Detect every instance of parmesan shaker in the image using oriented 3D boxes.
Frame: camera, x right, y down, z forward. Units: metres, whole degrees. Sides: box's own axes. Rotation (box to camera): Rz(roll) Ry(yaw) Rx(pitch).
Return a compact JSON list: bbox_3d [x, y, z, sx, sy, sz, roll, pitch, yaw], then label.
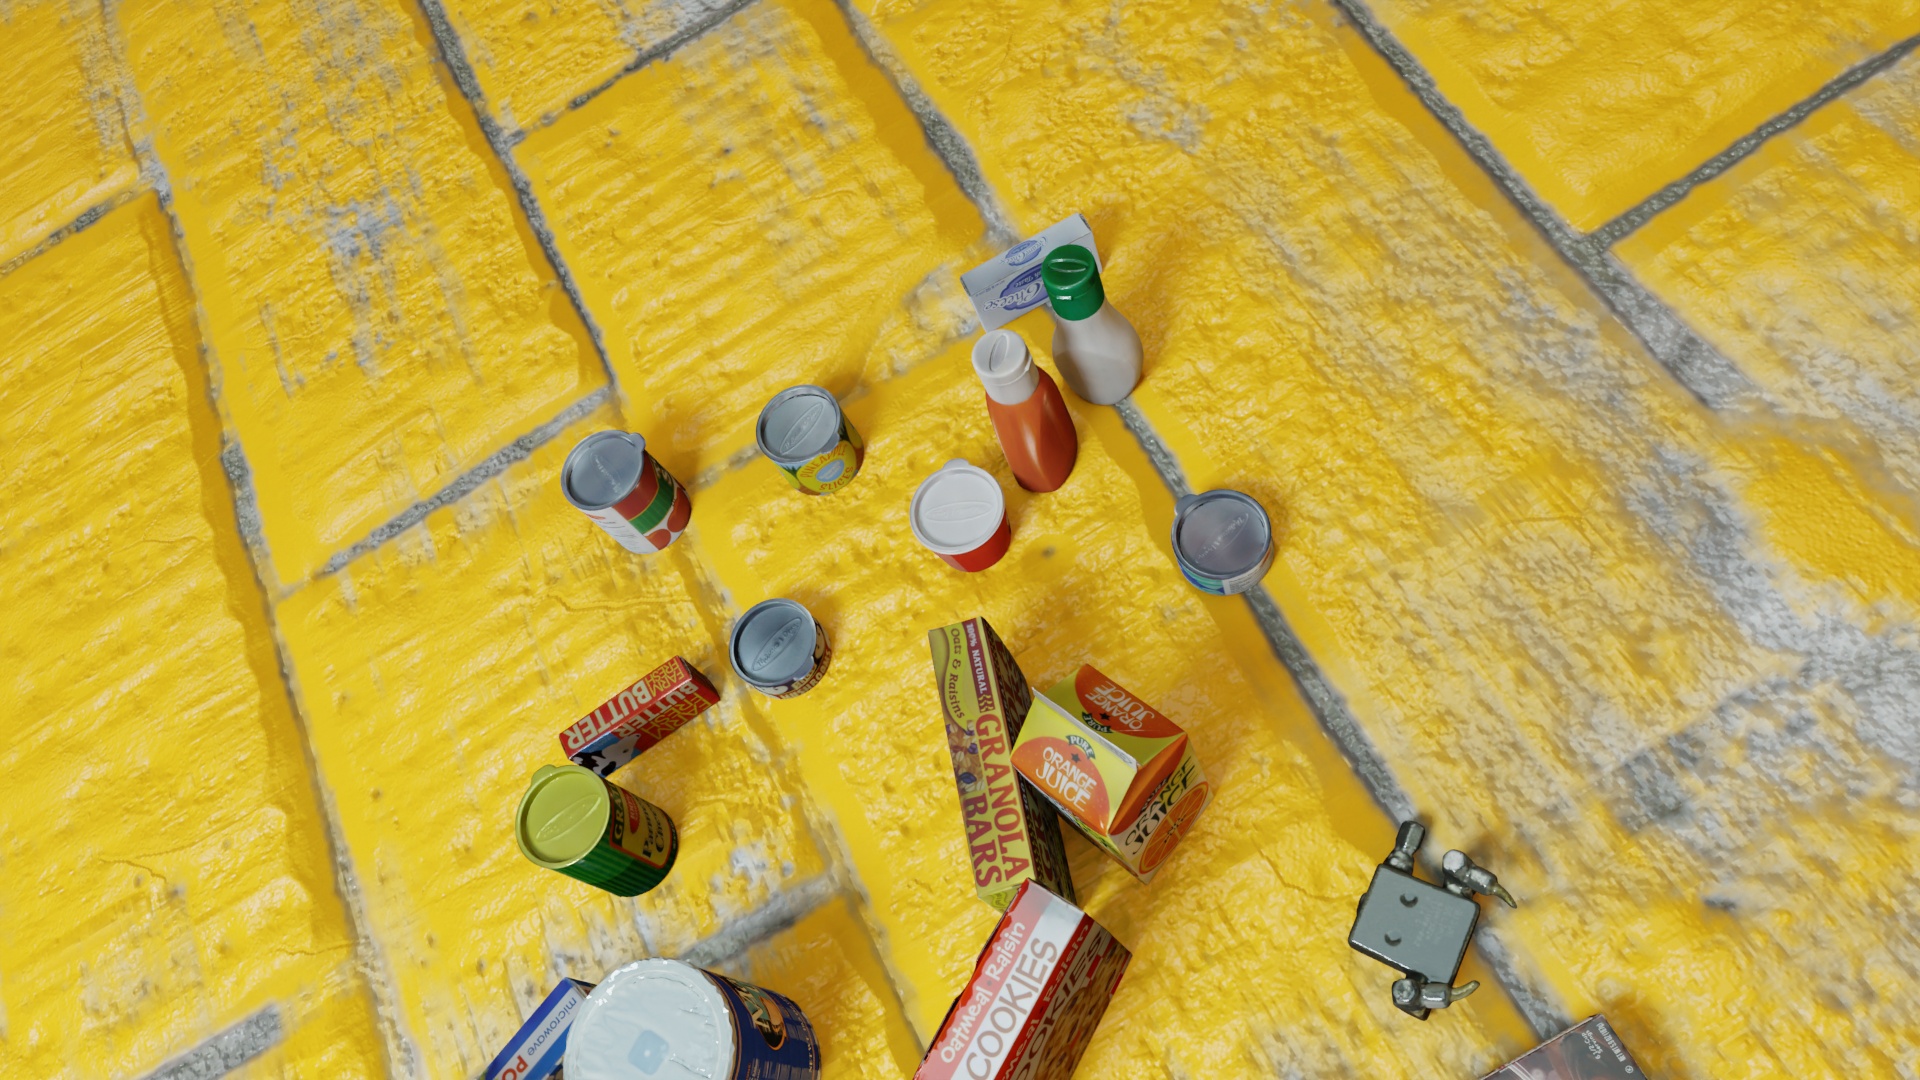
[{"bbox_3d":[-0.240,0.193,0.925,0.071,0.102,0.071,-6,64,14],"label":"parmesan shaker"}]

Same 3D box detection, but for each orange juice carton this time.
[{"bbox_3d":[0.088,0.133,0.805,0.072,0.192,0.073,35,80,27],"label":"orange juice carton"}]

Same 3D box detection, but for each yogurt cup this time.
[{"bbox_3d":[0.003,-0.012,0.977,0.072,0.053,0.072,-6,64,14],"label":"yogurt cup"}]

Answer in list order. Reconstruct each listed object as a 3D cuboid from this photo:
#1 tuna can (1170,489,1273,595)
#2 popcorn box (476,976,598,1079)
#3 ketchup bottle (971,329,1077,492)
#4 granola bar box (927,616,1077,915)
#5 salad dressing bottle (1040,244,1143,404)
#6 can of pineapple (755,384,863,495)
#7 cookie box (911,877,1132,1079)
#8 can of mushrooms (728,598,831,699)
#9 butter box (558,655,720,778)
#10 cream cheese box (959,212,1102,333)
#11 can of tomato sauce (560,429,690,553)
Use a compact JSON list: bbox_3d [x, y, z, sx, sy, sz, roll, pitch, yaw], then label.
[{"bbox_3d":[0.174,0.000,0.933,0.071,0.032,0.071,-6,64,14],"label":"tuna can"},{"bbox_3d":[-0.258,0.339,0.871,0.038,0.085,0.127,35,80,27],"label":"popcorn box"},{"bbox_3d":[0.044,-0.090,0.948,0.043,0.148,0.065,8,69,20],"label":"ketchup bottle"},{"bbox_3d":[0.028,0.145,0.856,0.039,0.124,0.166,-17,62,9],"label":"granola bar box"},{"bbox_3d":[0.089,-0.148,0.962,0.064,0.147,0.044,8,69,20],"label":"salad dressing bottle"},{"bbox_3d":[-0.111,-0.073,1.037,0.071,0.057,0.071,-6,64,14],"label":"can of pineapple"},{"bbox_3d":[0.039,0.264,0.772,0.040,0.167,0.123,24,75,25],"label":"cookie box"},{"bbox_3d":[-0.126,0.079,0.984,0.071,0.033,0.071,-6,64,14],"label":"can of mushrooms"},{"bbox_3d":[-0.226,0.125,0.981,0.103,0.053,0.024,-34,61,-1],"label":"butter box"},{"bbox_3d":[0.054,-0.202,1.052,0.104,0.053,0.024,-28,61,2],"label":"cream cheese box"},{"bbox_3d":[-0.249,-0.037,1.046,0.071,0.083,0.071,-6,64,14],"label":"can of tomato sauce"}]
